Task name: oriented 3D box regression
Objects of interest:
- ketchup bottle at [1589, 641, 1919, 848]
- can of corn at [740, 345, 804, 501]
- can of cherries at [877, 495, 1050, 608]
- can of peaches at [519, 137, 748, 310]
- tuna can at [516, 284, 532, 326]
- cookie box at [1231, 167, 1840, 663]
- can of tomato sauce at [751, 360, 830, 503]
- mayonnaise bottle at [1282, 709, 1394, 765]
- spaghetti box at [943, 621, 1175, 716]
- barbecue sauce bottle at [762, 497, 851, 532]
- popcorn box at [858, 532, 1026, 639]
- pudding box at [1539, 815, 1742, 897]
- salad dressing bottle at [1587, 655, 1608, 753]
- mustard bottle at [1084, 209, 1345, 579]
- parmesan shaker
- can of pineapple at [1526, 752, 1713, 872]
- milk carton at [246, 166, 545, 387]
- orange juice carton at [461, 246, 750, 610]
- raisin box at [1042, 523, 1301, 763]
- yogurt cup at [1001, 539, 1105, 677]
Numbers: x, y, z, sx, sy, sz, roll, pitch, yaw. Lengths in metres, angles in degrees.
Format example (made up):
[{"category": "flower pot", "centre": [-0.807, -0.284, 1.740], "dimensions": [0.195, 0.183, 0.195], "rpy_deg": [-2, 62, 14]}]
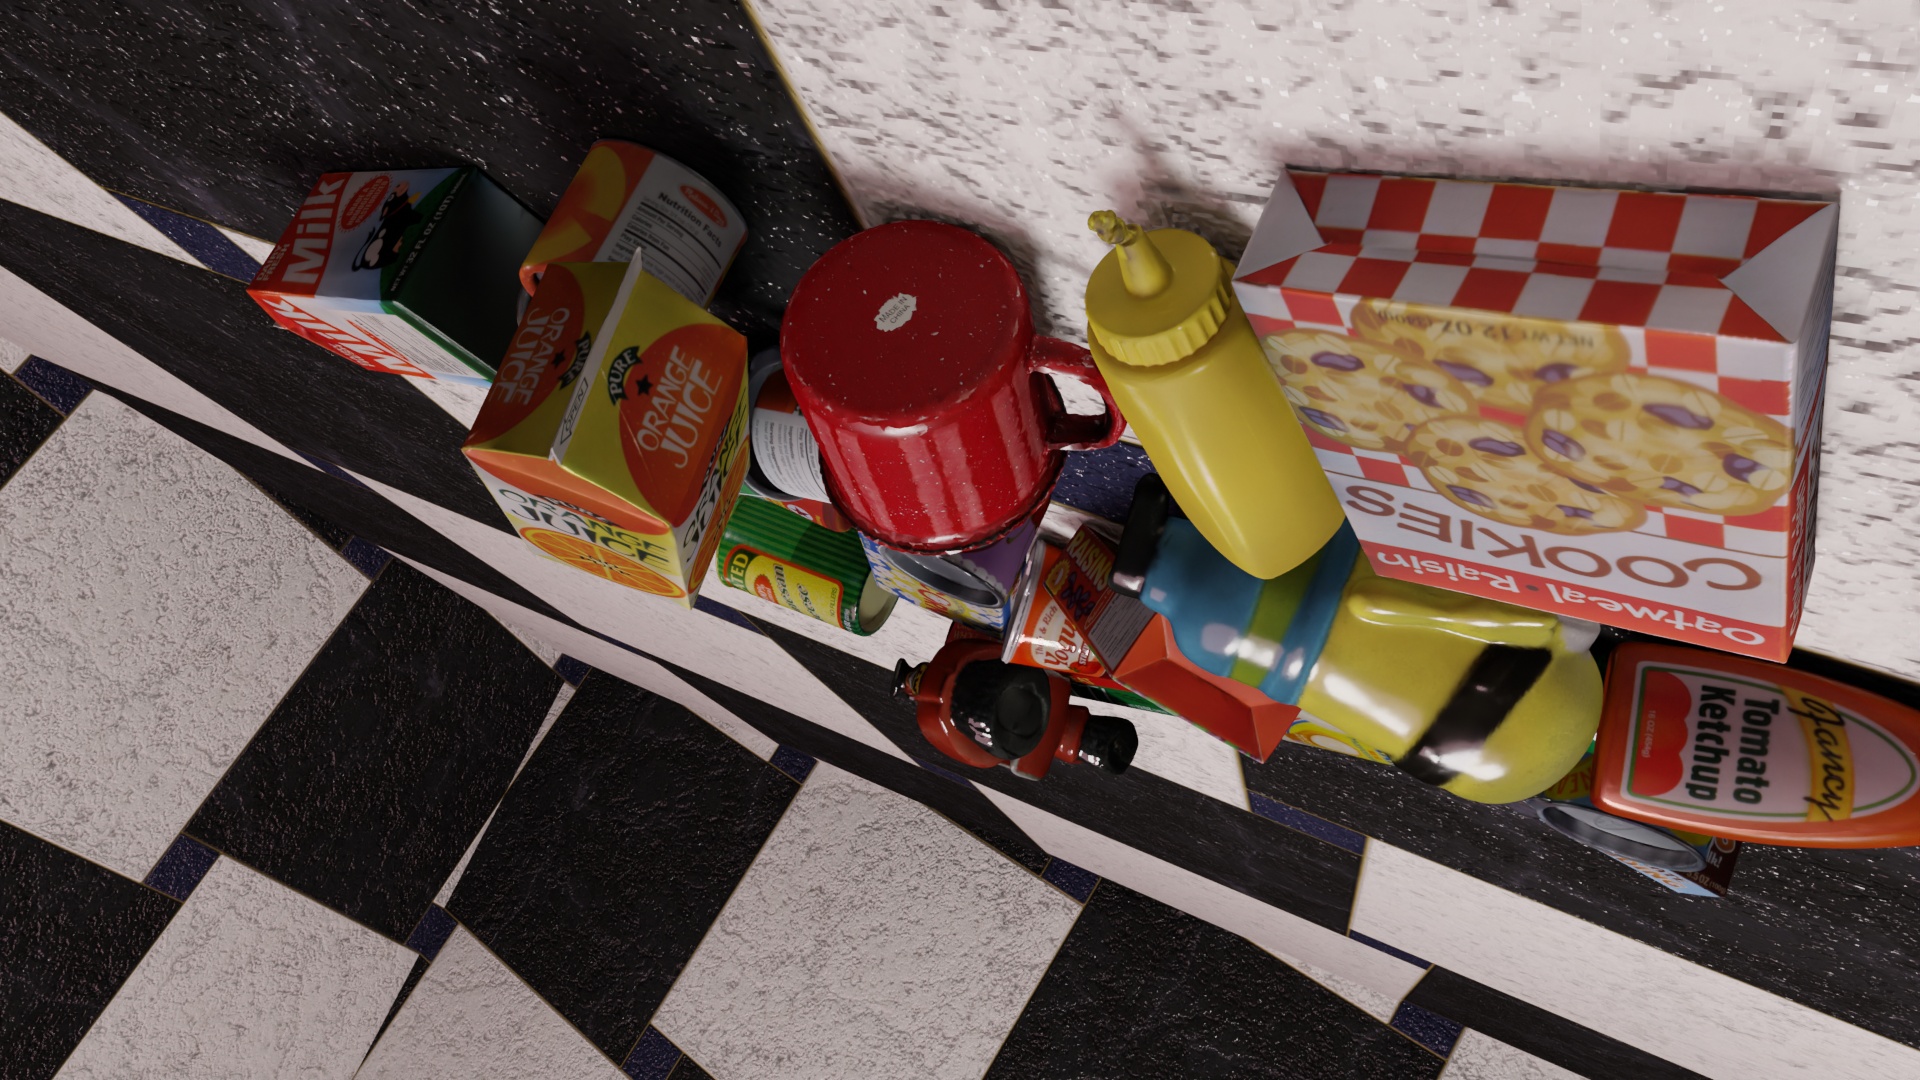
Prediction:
[{"category": "ketchup bottle", "centre": [0.301, 0.077, 0.479], "dimensions": [0.149, 0.064, 0.043], "rpy_deg": [9, 176, 22]}, {"category": "can of corn", "centre": [-0.095, -0.055, 0.644], "dimensions": [0.058, 0.071, 0.071], "rpy_deg": [8, 158, 48]}, {"category": "can of cherries", "centre": [0.002, -0.008, 0.661], "dimensions": [0.071, 0.058, 0.071], "rpy_deg": [24, 165, 7]}, {"category": "can of peaches", "centre": [-0.123, -0.106, 0.521], "dimensions": [0.071, 0.058, 0.071], "rpy_deg": [23, 165, 7]}, {"category": "tuna can", "centre": [-0.152, -0.095, 0.598], "dimensions": [0.071, 0.071, 0.032], "rpy_deg": [23, 164, 5]}, {"category": "cookie box", "centre": [0.158, -0.029, 0.373], "dimensions": [0.123, 0.040, 0.167], "rpy_deg": [14, 161, 35]}, {"category": "can of tomato sauce", "centre": [-0.035, -0.046, 0.580], "dimensions": [0.083, 0.071, 0.071], "rpy_deg": [12, 161, 41]}, {"category": "mayonnaise bottle", "centre": [0.218, 0.091, 0.691], "dimensions": [0.148, 0.041, 0.064], "rpy_deg": [10, 157, 47]}, {"category": "spaghetti box", "centre": [0.079, 0.083, 0.915], "dimensions": [0.050, 0.029, 0.250], "rpy_deg": [36, 162, -32]}, {"category": "barbecue sauce bottle", "centre": [-0.121, -0.053, 0.734], "dimensions": [0.148, 0.044, 0.064], "rpy_deg": [23, 166, 8]}, {"category": "popcorn box", "centre": [-0.008, 0.011, 0.786], "dimensions": [0.085, 0.038, 0.126], "rpy_deg": [24, 166, 9]}, {"category": "pudding box", "centre": [0.312, 0.122, 0.633], "dimensions": [0.084, 0.050, 0.030], "rpy_deg": [28, 166, -8]}, {"category": "salad dressing bottle", "centre": [0.190, 0.044, 0.569], "dimensions": [0.148, 0.044, 0.064], "rpy_deg": [19, 165, 21]}, {"category": "mustard bottle", "centre": [0.072, -0.046, 0.413], "dimensions": [0.065, 0.049, 0.159], "rpy_deg": [55, -176, 38]}, {"category": "parmesan shaker", "centre": [-0.094, 0.013, 0.877], "dimensions": [0.103, 0.071, 0.071], "rpy_deg": [19, 164, 20]}, {"category": "can of pineapple", "centre": [0.280, 0.097, 0.578], "dimensions": [0.071, 0.058, 0.071], "rpy_deg": [23, 165, 7]}, {"category": "milk carton", "centre": [-0.270, -0.126, 0.663], "dimensions": [0.190, 0.072, 0.073], "rpy_deg": [11, 159, 40]}, {"category": "orange juice carton", "centre": [-0.121, -0.036, 0.501], "dimensions": [0.073, 0.072, 0.192], "rpy_deg": [20, 164, -3]}, {"category": "raisin box", "centre": [0.095, 0.044, 0.640], "dimensions": [0.086, 0.040, 0.124], "rpy_deg": [29, -170, -18]}, {"category": "yogurt cup", "centre": [0.056, 0.039, 0.732], "dimensions": [0.054, 0.072, 0.072], "rpy_deg": [17, 165, 0]}]
